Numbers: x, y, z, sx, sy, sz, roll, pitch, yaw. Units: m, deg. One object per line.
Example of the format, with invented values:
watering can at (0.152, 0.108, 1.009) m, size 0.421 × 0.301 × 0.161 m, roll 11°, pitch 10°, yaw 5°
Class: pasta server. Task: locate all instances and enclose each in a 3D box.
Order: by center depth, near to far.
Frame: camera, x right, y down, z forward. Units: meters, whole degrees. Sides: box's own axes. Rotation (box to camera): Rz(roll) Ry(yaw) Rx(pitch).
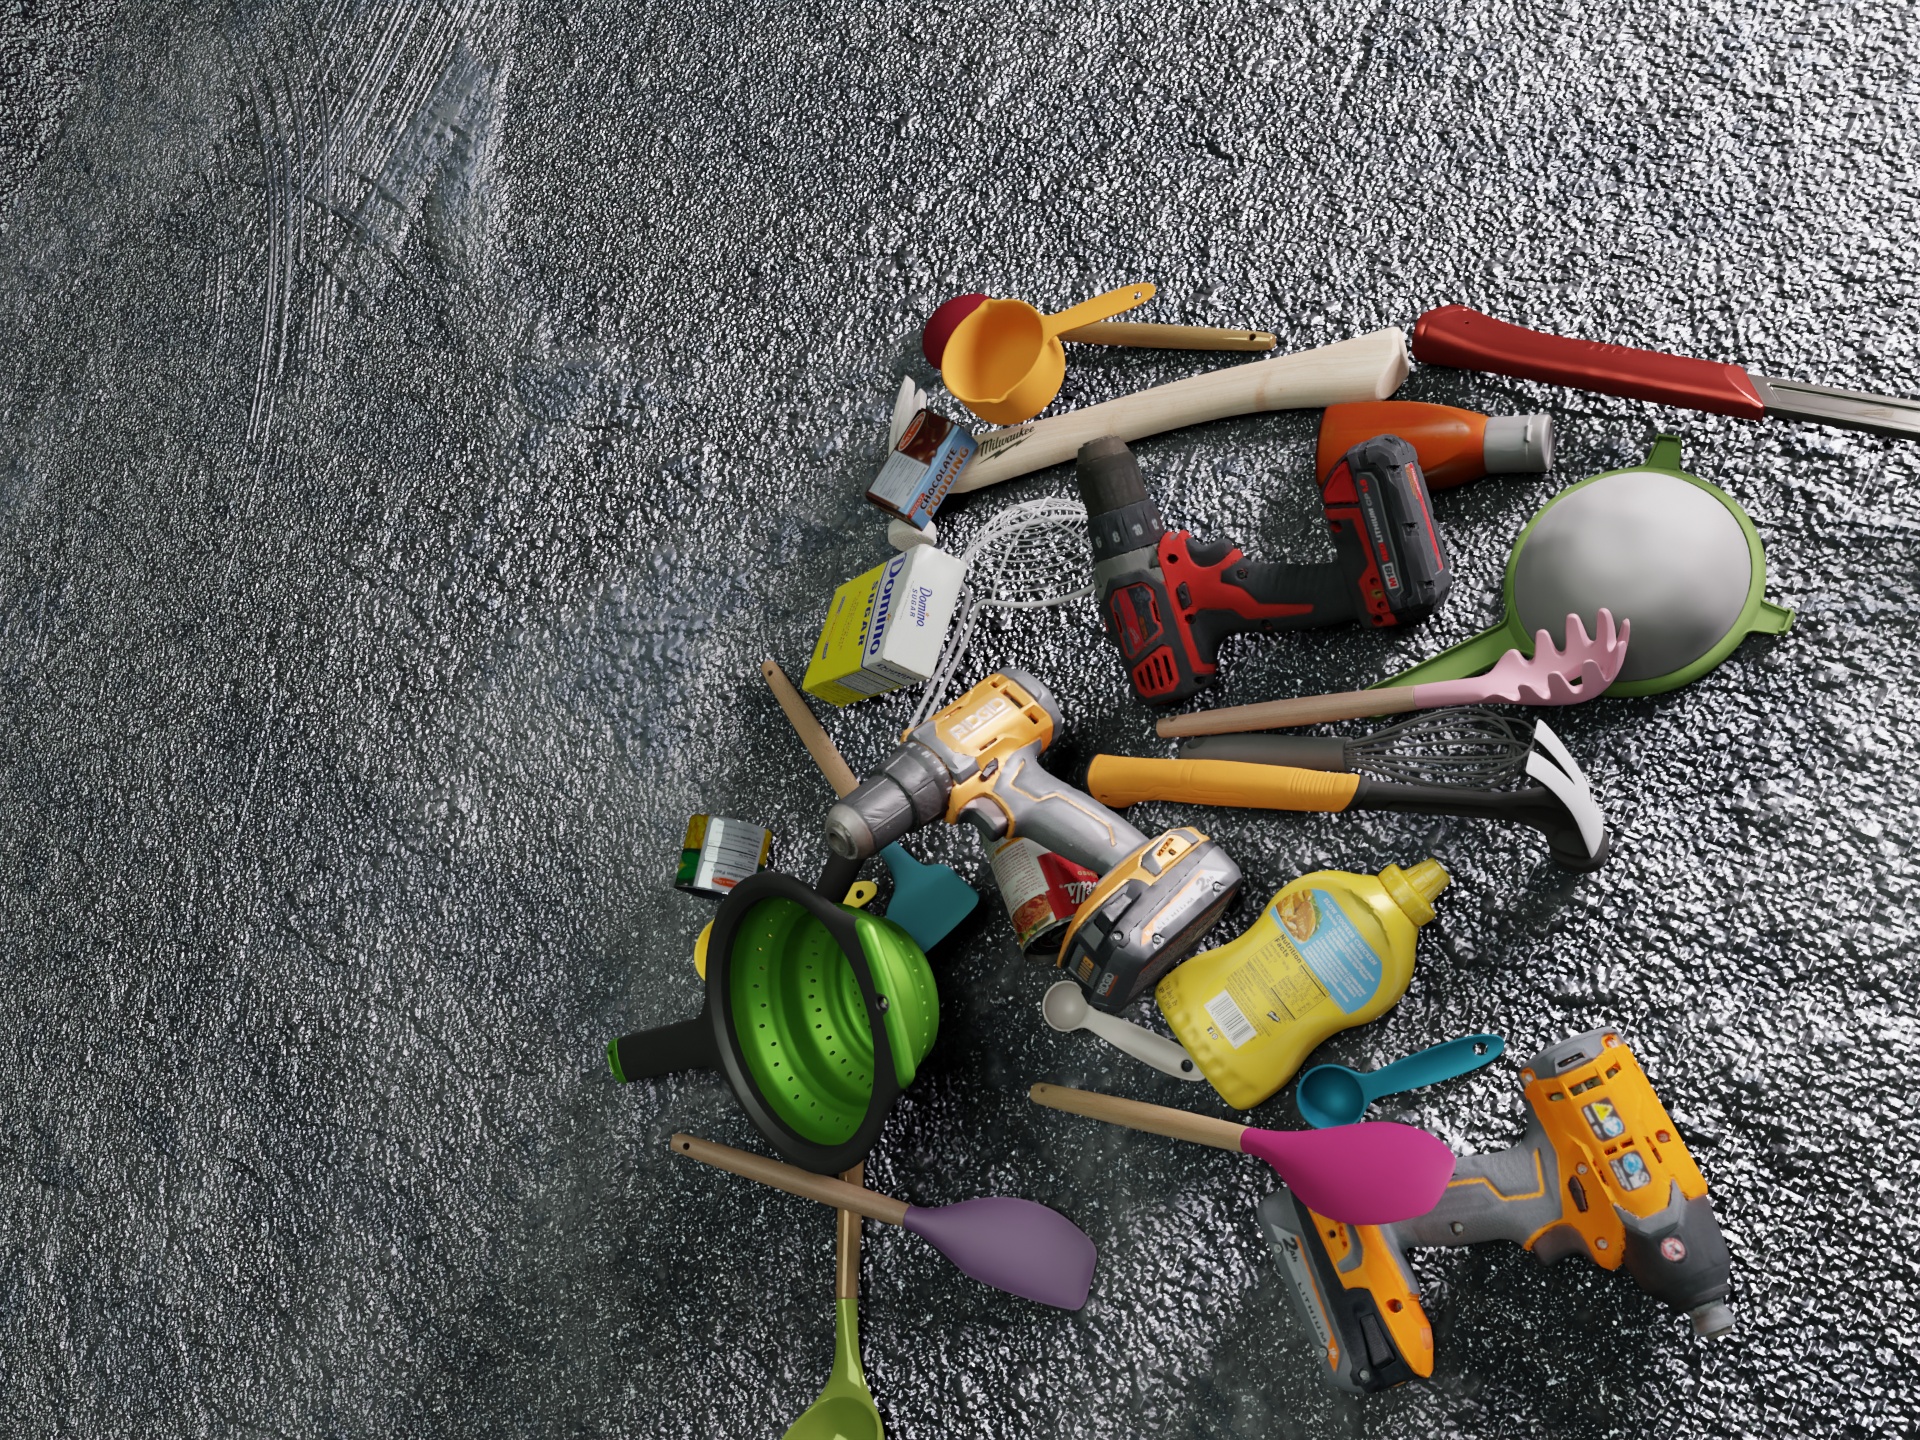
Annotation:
pasta server at (0.258, -0.018, 0.997) m, size 0.316 × 0.040 × 0.060 m, roll -8°, pitch 32°, yaw 38°

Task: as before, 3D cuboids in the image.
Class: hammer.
hammer at (0.440, -0.200, 0.971) m, size 0.359 × 0.036 × 0.149 m, roll 22°, pitch 63°, yaw 37°
hammer at (0.221, 0.042, 1.001) m, size 0.337 × 0.127 × 0.034 m, roll 2°, pitch 60°, yaw 38°
hammer at (0.126, -0.234, 1.193) m, size 0.411 × 0.038 × 0.146 m, roll -10°, pitch 67°, yaw 28°

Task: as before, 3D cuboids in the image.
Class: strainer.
strainer at (0.356, -0.071, 0.975) m, size 0.256 × 0.069 × 0.152 m, roll -28°, pitch 61°, yaw 18°

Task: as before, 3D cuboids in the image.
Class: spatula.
spatula at (-0.059, 0.328, 1.085) m, size 0.316 × 0.018 × 0.060 m, roll 11°, pitch 77°, yaw 20°
spatula at (-0.084, 0.056, 1.214) m, size 0.082 × 0.044 × 0.318 m, roll -42°, pitch 56°, yaw 7°

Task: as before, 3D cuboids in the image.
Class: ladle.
ladle at (-0.084, 0.371, 1.098) m, size 0.078 × 0.062 × 0.320 m, roll -10°, pitch 66°, yaw 26°
ladle at (0.096, -0.301, 1.240) m, size 0.315 × 0.031 × 0.069 m, roll 11°, pitch 80°, yaw 32°

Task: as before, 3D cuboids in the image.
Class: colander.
colander at (-0.132, 0.217, 1.147) m, size 0.397 × 0.094 × 0.204 m, roll -23°, pitch 80°, yaw 48°

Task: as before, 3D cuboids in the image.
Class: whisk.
whisk at (0.249, 0.019, 1.026) m, size 0.239 × 0.055 × 0.055 m, roll -1°, pitch 73°, yaw 36°

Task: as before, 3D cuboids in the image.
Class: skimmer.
skimmer at (-0.002, -0.004, 1.164) m, size 0.127 × 0.090 × 0.363 m, roll 29°, pitch 92°, yaw 46°

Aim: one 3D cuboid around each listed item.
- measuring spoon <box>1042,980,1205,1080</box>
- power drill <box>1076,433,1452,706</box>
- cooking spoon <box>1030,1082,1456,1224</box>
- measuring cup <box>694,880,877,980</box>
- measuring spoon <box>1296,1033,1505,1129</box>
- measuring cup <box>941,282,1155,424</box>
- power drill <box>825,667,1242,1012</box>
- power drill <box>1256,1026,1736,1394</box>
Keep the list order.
measuring spoon at (0.111, 0.211, 1.063) m, size 0.124 × 0.018 × 0.034 m, roll 23°, pitch 86°, yaw 28°
power drill at (0.190, -0.122, 1.054) m, size 0.227 × 0.080 × 0.188 m, roll -16°, pitch 94°, yaw 27°
cooking spoon at (0.153, 0.249, 0.959) m, size 0.319 × 0.017 × 0.069 m, roll -3°, pitch 39°, yaw 50°
measuring cup at (-0.130, 0.161, 1.222) m, size 0.156 × 0.029 × 0.062 m, roll -24°, pitch 62°, yaw 9°
measuring spoon at (0.267, 0.214, 0.966) m, size 0.128 × 0.021 × 0.042 m, roll -22°, pitch 88°, yaw 14°
measuring cup at (0.073, -0.279, 1.190) m, size 0.173 × 0.052 × 0.095 m, roll -17°, pitch 63°, yaw 22°
power drill at (0.042, 0.081, 1.017) m, size 0.185 × 0.084 × 0.226 m, roll -34°, pitch 65°, yaw -32°
power drill at (0.299, 0.290, 0.880) m, size 0.226 × 0.084 × 0.164 m, roll -30°, pitch 61°, yaw 15°
